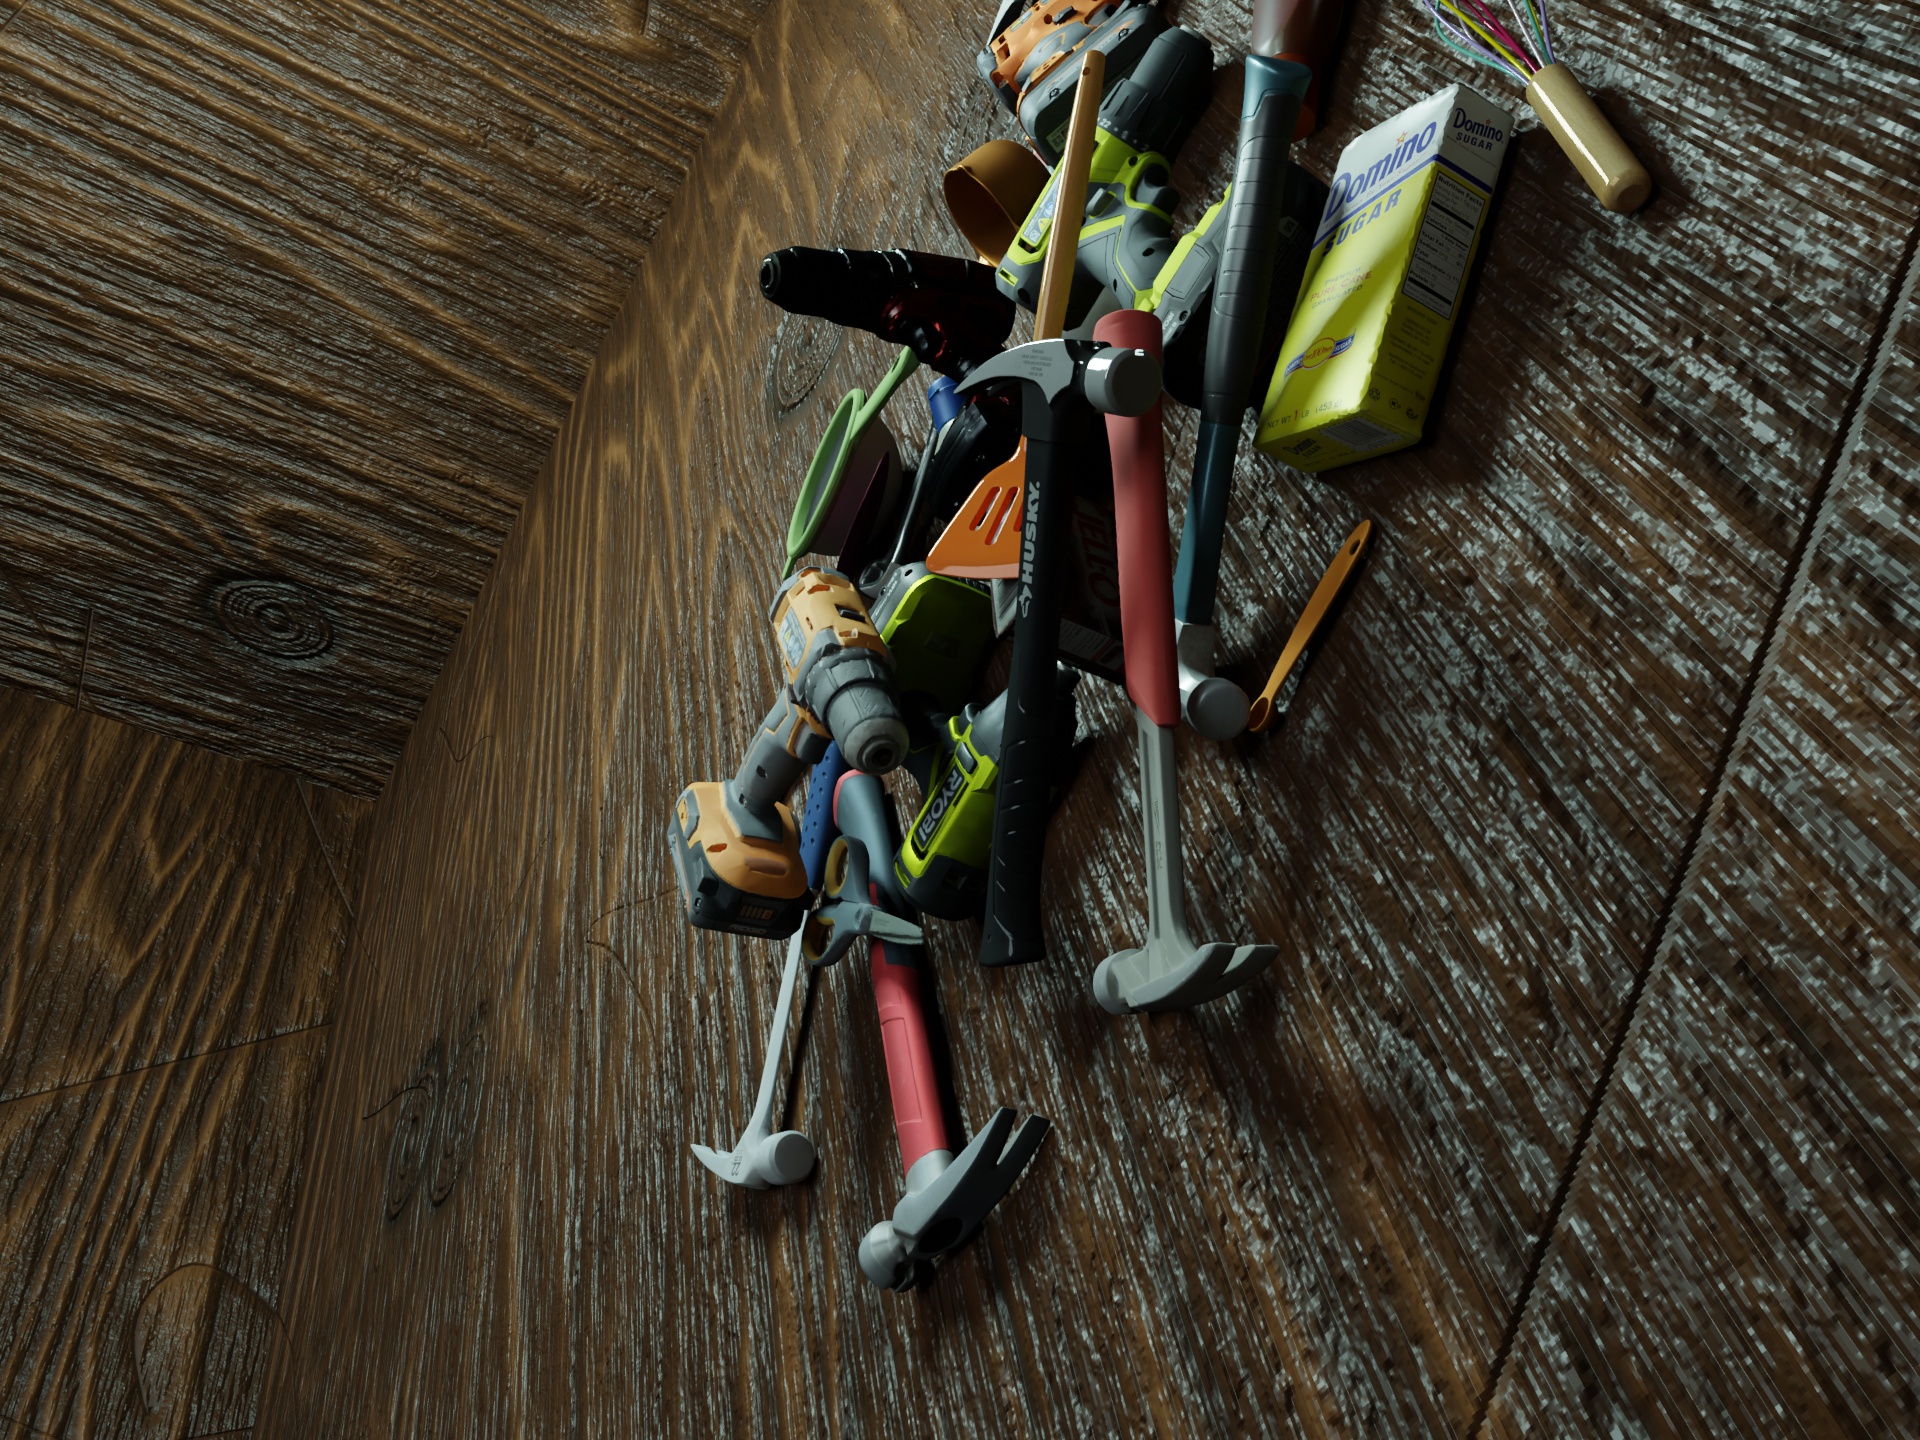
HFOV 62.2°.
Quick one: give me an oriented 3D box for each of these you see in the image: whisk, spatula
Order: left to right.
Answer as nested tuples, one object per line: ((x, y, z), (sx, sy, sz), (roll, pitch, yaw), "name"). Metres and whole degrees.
((0.048, -0.234, 0.914), (0.081, 0.041, 0.323), (7, 85, 35), "spatula")
((0.268, -0.312, 0.758), (0.051, 0.047, 0.245), (-47, 35, 35), "whisk")

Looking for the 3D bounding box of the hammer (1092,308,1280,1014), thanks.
((0.096, -0.043, 0.775), (0.149, 0.036, 0.359), (131, 141, -66), "hammer")

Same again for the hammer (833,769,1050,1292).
((-0.032, 0.148, 0.991), (0.143, 0.038, 0.387), (-53, 29, 26), "hammer")

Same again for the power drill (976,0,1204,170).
((0.102, -0.490, 1.162), (0.164, 0.084, 0.227), (-36, 34, 17), "power drill")

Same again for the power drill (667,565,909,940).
((-0.106, 0.036, 1.023), (0.226, 0.084, 0.186), (-62, 32, 23), "power drill")

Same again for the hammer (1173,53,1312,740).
((0.135, -0.164, 0.804), (0.128, 0.033, 0.331), (-134, 51, -72), "hammer")

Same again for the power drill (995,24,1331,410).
((0.126, -0.297, 0.933), (0.190, 0.080, 0.229), (-57, 39, 18), "power drill")

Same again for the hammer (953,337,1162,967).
((0.035, -0.028, 0.826), (0.146, 0.035, 0.334), (28, 117, 58), "hammer")

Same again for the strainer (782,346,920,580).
((-0.066, -0.216, 1.289), (0.256, 0.069, 0.152), (-42, 31, 56), "strainer")

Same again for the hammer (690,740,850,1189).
((-0.119, 0.139, 1.173), (0.144, 0.035, 0.406), (-29, 45, 53), "hammer")

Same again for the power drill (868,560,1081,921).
((-0.002, -0.003, 1.013), (0.171, 0.080, 0.223), (-60, 30, 19), "power drill")

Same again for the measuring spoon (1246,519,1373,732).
((0.173, -0.044, 0.775), (0.117, 0.011, 0.021), (-62, 16, 6), "measuring spoon")

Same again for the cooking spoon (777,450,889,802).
((-0.108, -0.067, 1.274), (0.069, 0.017, 0.318), (-69, 1, -66), "cooking spoon")

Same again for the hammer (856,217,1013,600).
((-0.003, -0.252, 1.195), (0.127, 0.034, 0.337), (-179, 108, -74), "hammer")

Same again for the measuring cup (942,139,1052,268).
((0.060, -0.353, 1.114), (0.052, 0.095, 0.174), (-42, 48, -13), "measuring cup")

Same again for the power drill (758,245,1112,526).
((-0.017, -0.230, 1.036), (0.080, 0.187, 0.227), (-58, 47, 38), "power drill")

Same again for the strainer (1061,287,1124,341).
((0.048, -0.239, 1.142), (0.258, 0.050, 0.087), (-46, 47, 45), "strainer")

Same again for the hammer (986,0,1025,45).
((0.126, -0.639, 1.307), (0.409, 0.036, 0.149), (28, 97, 65), "hammer")
